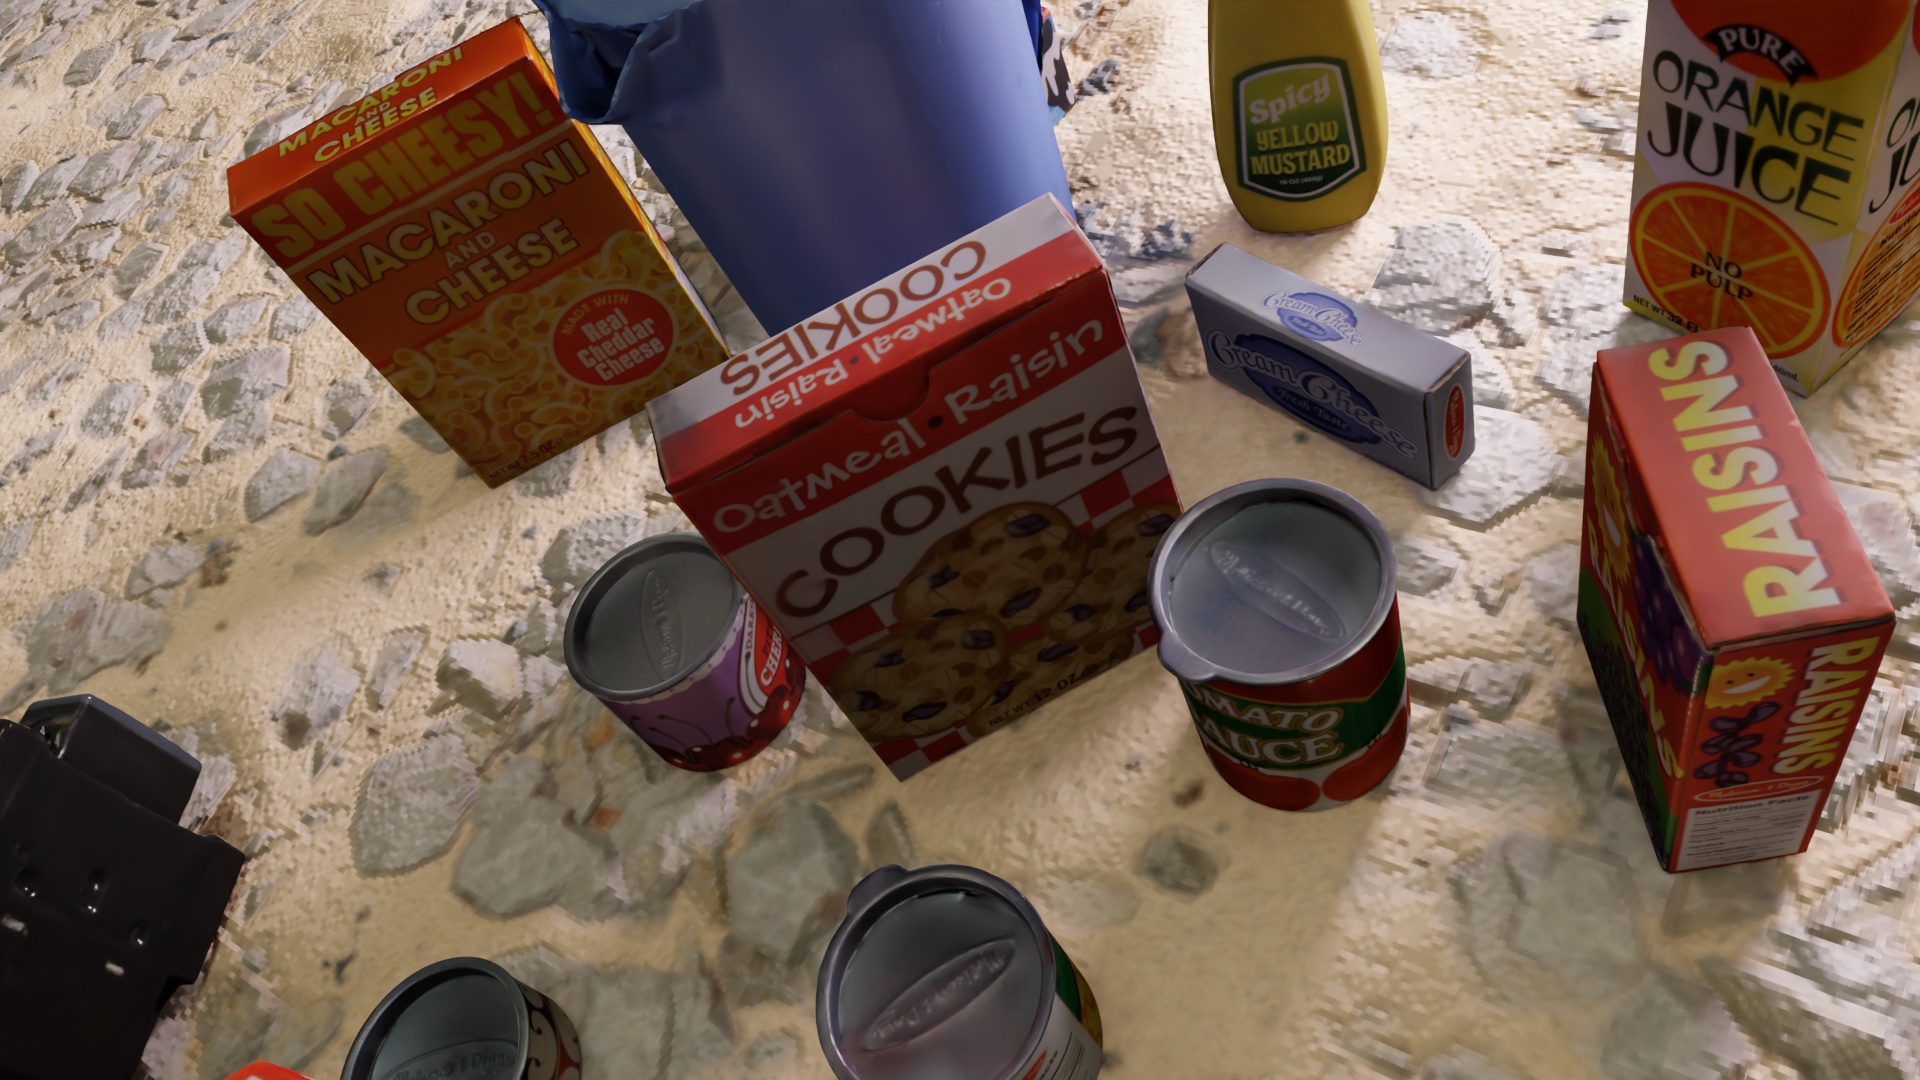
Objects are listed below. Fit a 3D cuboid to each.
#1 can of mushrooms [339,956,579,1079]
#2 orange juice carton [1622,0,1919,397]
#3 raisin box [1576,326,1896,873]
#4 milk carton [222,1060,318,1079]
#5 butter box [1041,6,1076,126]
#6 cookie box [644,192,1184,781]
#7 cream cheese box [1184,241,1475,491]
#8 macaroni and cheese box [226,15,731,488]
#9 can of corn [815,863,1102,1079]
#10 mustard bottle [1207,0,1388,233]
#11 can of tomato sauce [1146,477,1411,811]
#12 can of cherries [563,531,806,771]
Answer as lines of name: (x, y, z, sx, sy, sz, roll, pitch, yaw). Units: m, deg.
can of mushrooms: (-0.156, 0.170, 0.432, 0.071, 0.033, 0.071, -11, 52, 14)
orange juice carton: (0.250, -0.139, 0.399, 0.073, 0.192, 0.072, -40, 51, -9)
raisin box: (0.188, 0.019, 0.352, 0.040, 0.123, 0.086, -11, 52, 14)
milk carton: (-0.120, 0.176, 0.312, 0.072, 0.189, 0.074, 10, 60, 27)
butter box: (0.009, -0.186, 0.619, 0.024, 0.053, 0.104, 27, 69, 35)
cookie box: (0.001, -0.005, 0.414, 0.123, 0.166, 0.040, -28, 50, 0)
cream cheese box: (0.126, -0.061, 0.480, 0.024, 0.053, 0.104, -44, 52, -13)
macaroni and cheese box: (-0.187, -0.109, 0.565, 0.124, 0.165, 0.040, -29, 50, 0)
can of corn: (0.000, 0.130, 0.385, 0.071, 0.058, 0.071, -11, 52, 14)
mustard bottle: (0.118, -0.183, 0.504, 0.065, 0.159, 0.049, -5, 54, 18)
can of tomato sauce: (0.094, 0.034, 0.403, 0.071, 0.082, 0.071, -11, 52, 14)
can of cherries: (-0.093, 0.039, 0.488, 0.071, 0.058, 0.072, -11, 52, 14)
